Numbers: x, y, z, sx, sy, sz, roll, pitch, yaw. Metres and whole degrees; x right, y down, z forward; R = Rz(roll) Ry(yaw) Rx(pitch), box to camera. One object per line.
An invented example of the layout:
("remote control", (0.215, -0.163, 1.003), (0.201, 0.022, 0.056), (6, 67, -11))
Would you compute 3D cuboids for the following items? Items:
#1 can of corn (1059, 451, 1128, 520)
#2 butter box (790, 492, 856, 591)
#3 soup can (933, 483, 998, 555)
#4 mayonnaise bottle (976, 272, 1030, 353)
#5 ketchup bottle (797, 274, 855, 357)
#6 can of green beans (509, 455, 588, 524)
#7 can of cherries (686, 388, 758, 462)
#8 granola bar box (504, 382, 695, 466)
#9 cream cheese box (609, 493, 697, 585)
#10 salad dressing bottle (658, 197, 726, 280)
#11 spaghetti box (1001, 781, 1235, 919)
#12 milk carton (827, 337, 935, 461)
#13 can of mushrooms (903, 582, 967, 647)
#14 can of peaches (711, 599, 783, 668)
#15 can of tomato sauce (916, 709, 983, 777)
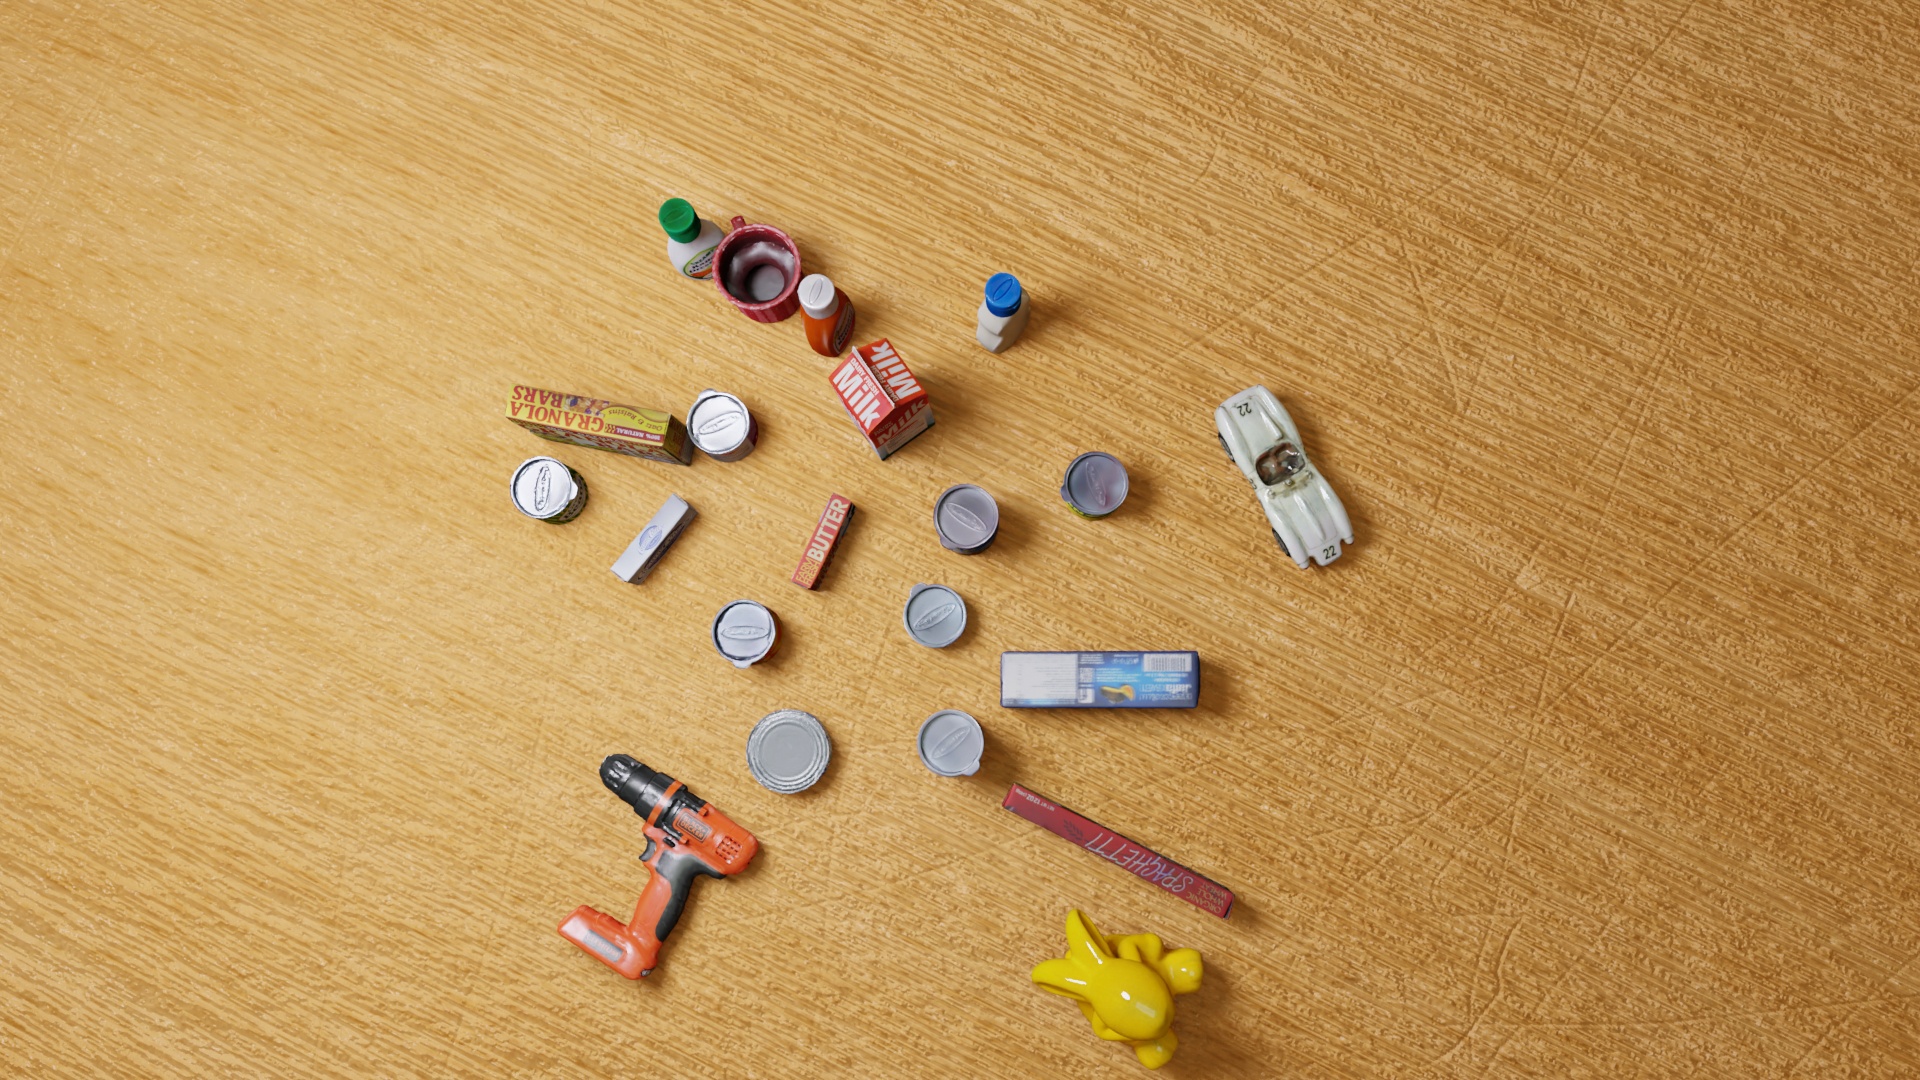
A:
("can of corn", (0.137, -0.055, 1.450), (0.071, 0.058, 0.071), (0, 83, 2))
("butter box", (-0.142, 0.003, 1.454), (0.024, 0.053, 0.103), (25, 84, 4))
("soup can", (0.005, -0.018, 1.436), (0.071, 0.083, 0.071), (0, 83, 2))
("mayonnaise bottle", (0.044, -0.238, 1.430), (0.041, 0.148, 0.065), (41, 86, 6))
("ketchup bottle", (-0.140, -0.236, 1.435), (0.043, 0.148, 0.065), (20, 85, 4))
("can of green beans", (-0.434, -0.052, 1.467), (0.071, 0.058, 0.071), (0, 83, 2))
("can of cherries", (-0.251, -0.122, 1.470), (0.071, 0.058, 0.071), (0, 83, 2))
("granola bar box", (-0.369, -0.117, 1.440), (0.166, 0.124, 0.039), (11, 84, 3))
("cream cheese box", (-0.320, 0.000, 1.459), (0.024, 0.053, 0.104), (38, 86, 6))
("salad dressing bottle", (-0.281, -0.315, 1.450), (0.064, 0.147, 0.044), (-31, 83, -2))
("spaghetti box", (0.159, 0.313, 1.407), (0.250, 0.050, 0.029), (26, 85, 5))
("milk carton", (-0.079, -0.144, 1.401), (0.073, 0.190, 0.072), (-35, 84, -2))
("can of mushrooms", (-0.027, 0.077, 1.451), (0.071, 0.033, 0.071), (0, 83, 2))
("can of peaches", (-0.220, 0.098, 1.442), (0.071, 0.058, 0.071), (0, 83, 2))
("can of tomato sauce", (-0.007, 0.206, 1.409), (0.071, 0.083, 0.071), (0, 83, 2))
